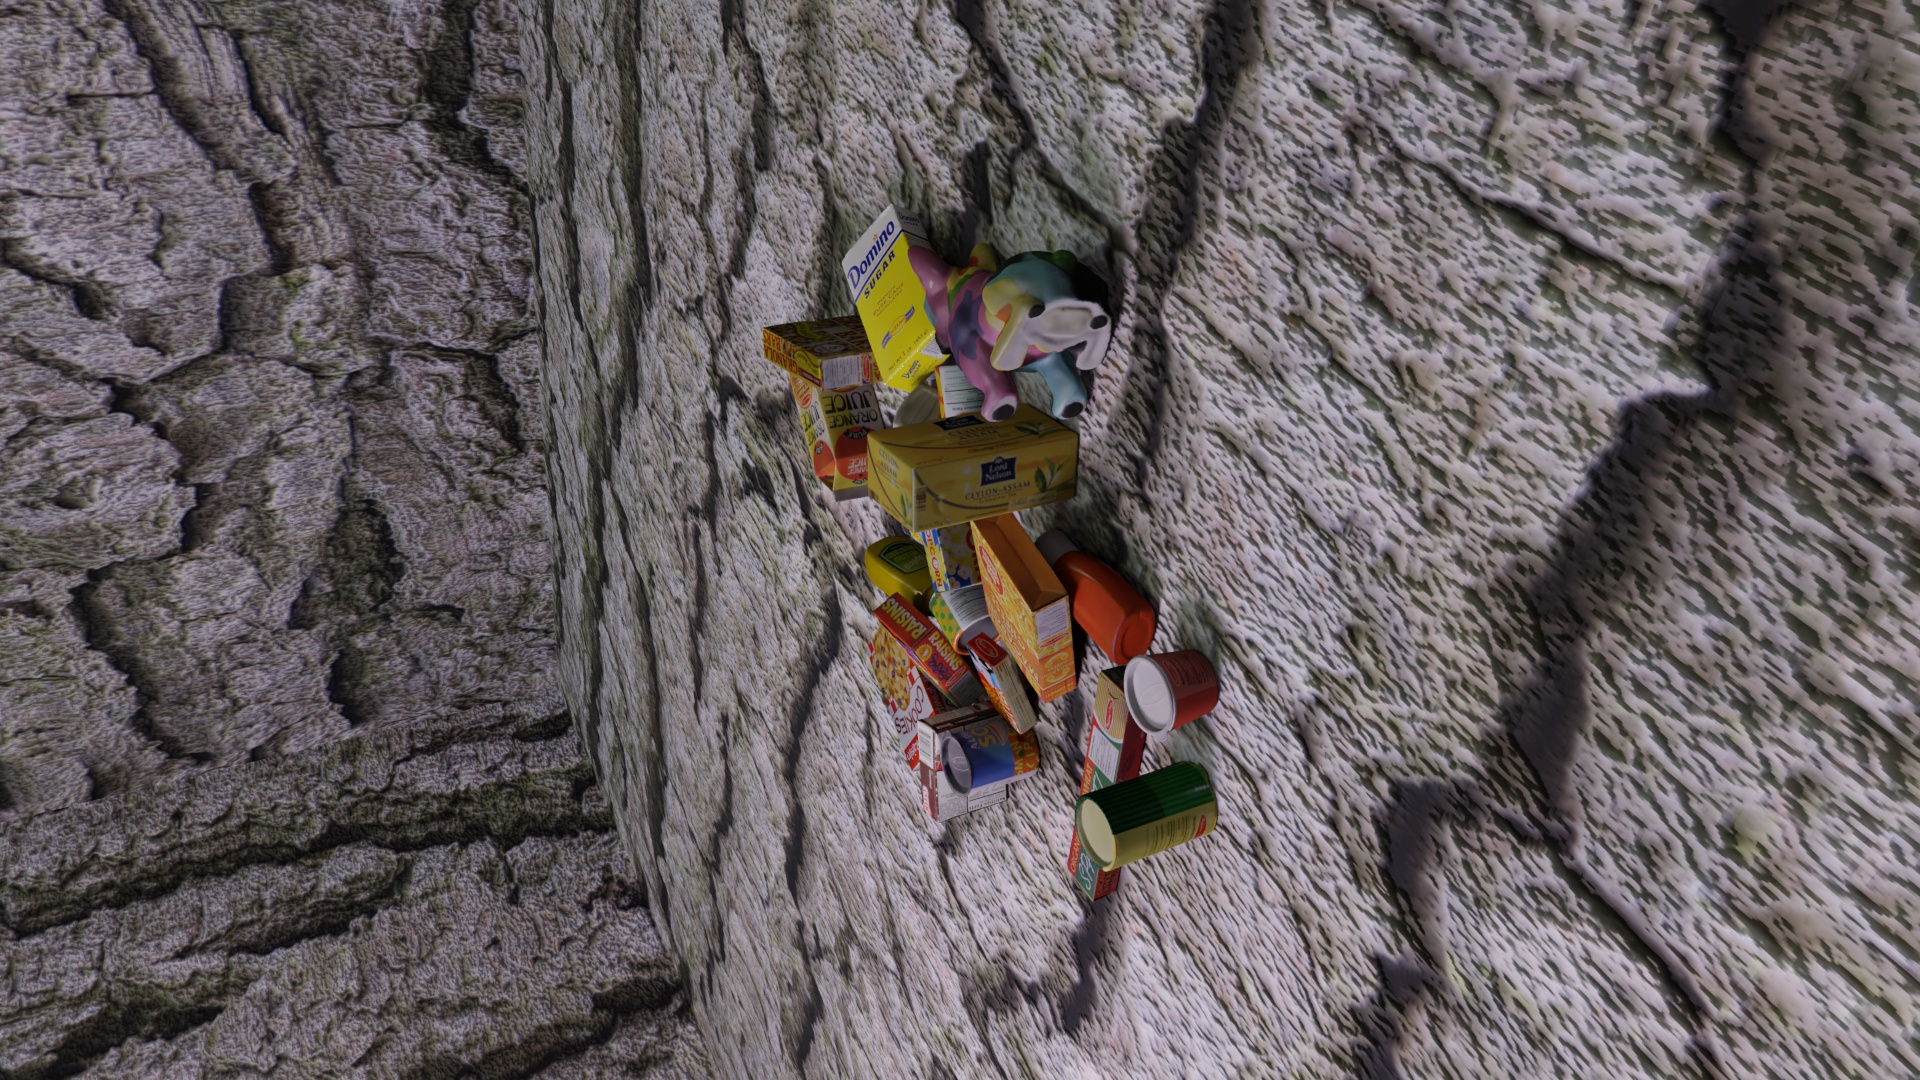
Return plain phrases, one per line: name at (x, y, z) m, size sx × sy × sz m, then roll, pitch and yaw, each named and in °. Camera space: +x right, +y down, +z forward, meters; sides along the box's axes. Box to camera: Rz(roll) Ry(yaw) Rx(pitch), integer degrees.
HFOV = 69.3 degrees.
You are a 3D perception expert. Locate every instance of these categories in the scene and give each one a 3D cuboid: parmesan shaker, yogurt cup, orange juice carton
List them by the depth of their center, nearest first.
yogurt cup at (0.175, 0.122, 1.144) m, size 0.072 × 0.054 × 0.072 m, roll 35°, pitch 131°, yaw 54°
parmesan shaker at (0.156, 0.230, 1.173) m, size 0.071 × 0.103 × 0.071 m, roll 35°, pitch 131°, yaw 54°
orange juice carton at (-0.140, -0.141, 1.634) m, size 0.072 × 0.072 × 0.193 m, roll -33°, pitch 72°, yaw 62°

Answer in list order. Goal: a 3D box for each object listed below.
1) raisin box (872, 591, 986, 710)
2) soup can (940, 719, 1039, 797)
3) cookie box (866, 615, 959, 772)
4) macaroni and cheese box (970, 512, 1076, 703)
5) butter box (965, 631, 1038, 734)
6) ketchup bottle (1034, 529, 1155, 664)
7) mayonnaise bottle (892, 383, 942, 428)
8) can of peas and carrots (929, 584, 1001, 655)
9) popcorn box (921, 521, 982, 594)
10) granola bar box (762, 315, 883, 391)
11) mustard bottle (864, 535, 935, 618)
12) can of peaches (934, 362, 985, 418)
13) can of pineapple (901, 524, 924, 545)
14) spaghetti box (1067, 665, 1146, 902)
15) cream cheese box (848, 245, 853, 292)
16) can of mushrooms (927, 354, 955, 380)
raisin box at (-0.034, 0.120, 1.500) m, size 0.086 × 0.040 × 0.123 m, roll 39°, pitch 168°, yaw 49°
soup can at (0.030, 0.220, 1.439) m, size 0.071 × 0.084 × 0.071 m, roll 35°, pitch 131°, yaw 53°
cookie box at (-0.052, 0.171, 1.630) m, size 0.168 × 0.040 × 0.122 m, roll 67°, pitch 152°, yaw 23°
macaroni and cheese box at (0.059, 0.060, 1.302) m, size 0.124 × 0.040 × 0.165 m, roll 58°, pitch 167°, yaw 35°
butter box at (0.042, 0.145, 1.408) m, size 0.053 × 0.024 × 0.103 m, roll 39°, pitch 158°, yaw 51°
ketchup bottle at (0.115, 0.044, 1.240) m, size 0.149 × 0.044 × 0.064 m, roll 49°, pitch 143°, yaw 45°
mayonnaise bottle at (-0.037, -0.101, 1.426) m, size 0.041 × 0.065 × 0.147 m, roll 30°, pitch 162°, yaw 13°
can of peas and carrots at (0.010, 0.078, 1.441) m, size 0.059 × 0.071 × 0.070 m, roll 58°, pitch 147°, yaw 34°
popcorn box at (0.005, -0.017, 1.385) m, size 0.038 × 0.085 × 0.126 m, roll -12°, pitch 90°, yaw 63°
granola bar box at (-0.130, -0.209, 1.525) m, size 0.166 × 0.124 × 0.039 m, roll 33°, pitch 130°, yaw 54°
mustard bottle at (-0.044, 0.047, 1.540) m, size 0.160 × 0.065 × 0.048 m, roll 35°, pitch 139°, yaw 45°
can of peaches at (0.011, -0.145, 1.343) m, size 0.071 × 0.071 × 0.058 m, roll 11°, pitch 111°, yaw 62°
can of pineapple at (-0.017, -0.024, 1.444) m, size 0.058 × 0.071 × 0.071 m, roll 1°, pitch 102°, yaw 63°
spaghetti box at (0.137, 0.230, 1.294) m, size 0.050 × 0.029 × 0.248 m, roll 46°, pitch 140°, yaw 47°
cream cheese box at (-0.091, -0.282, 1.530) m, size 0.104 × 0.024 × 0.053 m, roll 47°, pitch 141°, yaw 46°
can of mushrooms at (-0.035, -0.201, 1.445) m, size 0.071 × 0.033 × 0.070 m, roll 37°, pitch 134°, yaw 52°
